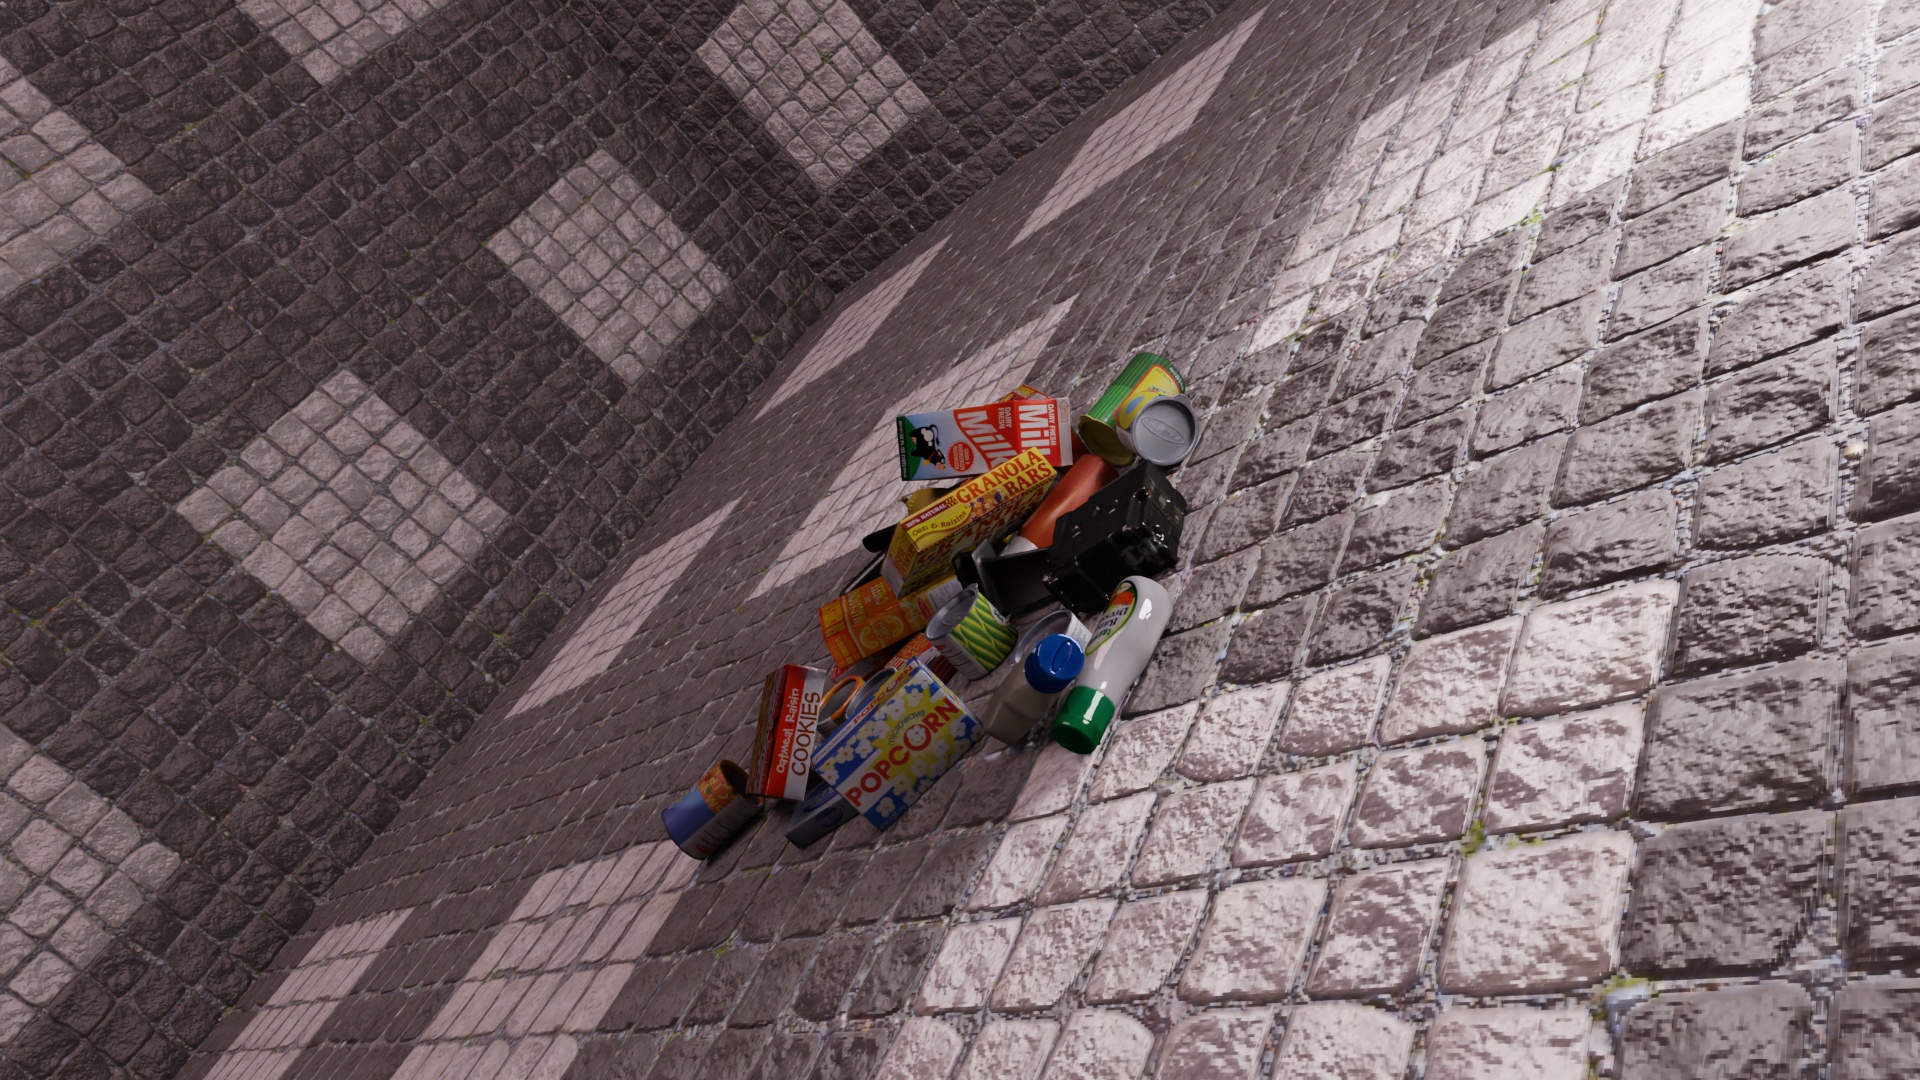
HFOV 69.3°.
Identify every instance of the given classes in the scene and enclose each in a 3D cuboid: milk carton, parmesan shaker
[{"bbox_3d":[0.032,-0.105,1.455,0.190,0.072,0.073,-3,1,33],"label":"milk carton"},{"bbox_3d":[0.175,-0.137,1.418,0.103,0.071,0.071,-51,18,-21],"label":"parmesan shaker"}]

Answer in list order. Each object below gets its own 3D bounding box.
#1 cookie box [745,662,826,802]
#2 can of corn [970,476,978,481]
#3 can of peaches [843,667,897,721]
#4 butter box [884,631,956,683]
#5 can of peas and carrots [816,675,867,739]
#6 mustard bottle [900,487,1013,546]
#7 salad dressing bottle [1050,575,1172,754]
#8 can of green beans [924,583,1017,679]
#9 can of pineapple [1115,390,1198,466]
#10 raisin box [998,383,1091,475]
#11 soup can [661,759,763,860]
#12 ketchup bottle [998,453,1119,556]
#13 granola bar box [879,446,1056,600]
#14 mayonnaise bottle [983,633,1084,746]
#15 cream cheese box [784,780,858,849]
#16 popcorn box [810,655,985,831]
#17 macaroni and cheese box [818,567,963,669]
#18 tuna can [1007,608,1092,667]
[{"bbox_3d":[-0.171,0.187,1.339,0.167,0.040,0.123,147,133,-72],"label":"cookie box"},{"bbox_3d":[0.048,-0.060,1.530,0.058,0.071,0.071,-53,19,-24],"label":"can of corn"},{"bbox_3d":[-0.063,0.159,1.283,0.071,0.058,0.071,-39,17,15],"label":"can of peaches"},{"bbox_3d":[-0.035,0.120,1.369,0.053,0.024,0.103,-48,18,-16],"label":"butter box"},{"bbox_3d":[-0.101,0.171,1.340,0.071,0.058,0.071,-39,18,15],"label":"can of peas and carrots"},{"bbox_3d":[-0.011,-0.030,1.518,0.160,0.065,0.049,13,78,46],"label":"mustard bottle"},{"bbox_3d":[0.115,0.094,1.058,0.064,0.044,0.148,-33,21,54],"label":"salad dressing bottle"},{"bbox_3d":[0.010,0.087,1.288,0.071,0.057,0.071,-39,18,15],"label":"can of green beans"},{"bbox_3d":[0.189,-0.110,1.331,0.071,0.071,0.058,-44,17,1],"label":"can of pineapple"},{"bbox_3d":[0.092,-0.124,1.547,0.040,0.086,0.123,-38,17,-1],"label":"raisin box"},{"bbox_3d":[-0.255,0.274,1.427,0.083,0.071,0.071,-42,17,6],"label":"soup can"},{"bbox_3d":[0.093,-0.019,1.373,0.149,0.043,0.064,-48,10,-13],"label":"ketchup bottle"},{"bbox_3d":[0.005,-0.017,1.364,0.166,0.039,0.123,-30,-15,-23],"label":"granola bar box"},{"bbox_3d":[0.057,0.111,1.067,0.065,0.041,0.147,-60,0,-26],"label":"mayonnaise bottle"},{"bbox_3d":[-0.113,0.236,1.272,0.103,0.024,0.053,-36,19,25],"label":"cream cheese box"},{"bbox_3d":[-0.054,0.173,1.183,0.127,0.085,0.038,-44,18,-1],"label":"popcorn box"},{"bbox_3d":[-0.064,0.066,1.457,0.166,0.040,0.124,-27,16,-2],"label":"macaroni and cheese box"},{"bbox_3d":[0.076,0.093,1.166,0.071,0.033,0.071,-39,18,15],"label":"tuna can"}]
